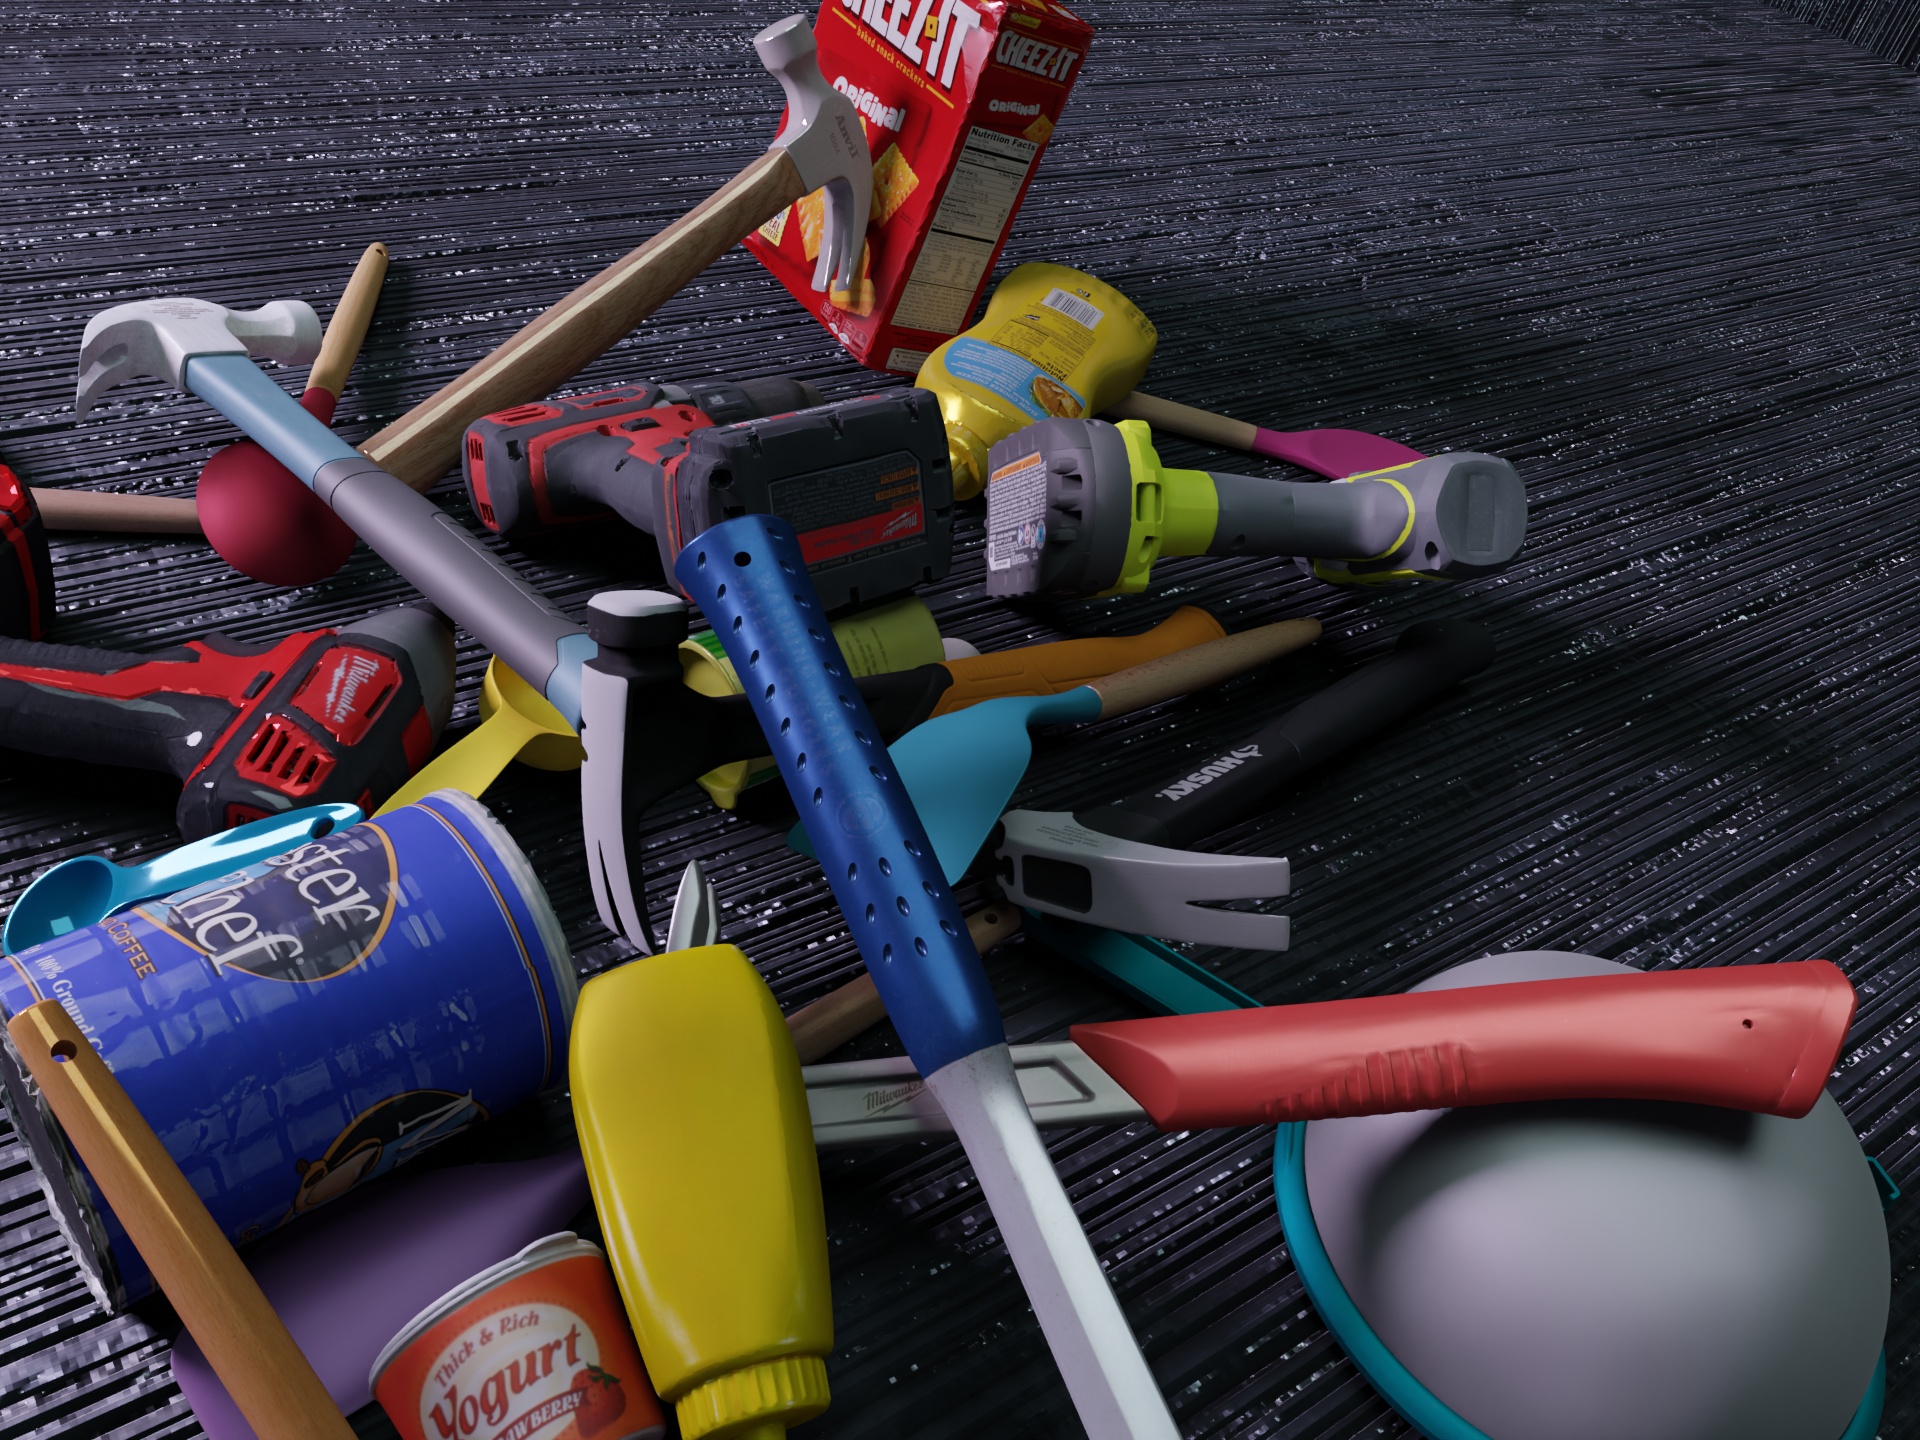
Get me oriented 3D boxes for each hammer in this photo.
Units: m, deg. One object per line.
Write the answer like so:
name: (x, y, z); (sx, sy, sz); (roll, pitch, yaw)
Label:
hammer: (0.084, 0.099, 0.493); (0.359, 0.036, 0.149); (-6, 60, 3)
hammer: (-0.001, -0.002, 0.655); (0.336, 0.127, 0.034); (-10, 21, -41)
hammer: (0.148, 0.012, 0.689); (0.146, 0.035, 0.335); (14, 26, 40)
hammer: (-0.164, -0.216, 0.802); (0.031, 0.129, 0.331); (17, 54, 46)
hammer: (-0.241, -0.092, 0.646); (0.331, 0.033, 0.128); (36, 32, 26)
hammer: (0.012, 0.105, 0.453); (0.144, 0.035, 0.406); (-24, 66, -5)

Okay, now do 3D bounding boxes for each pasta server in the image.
pasta server: (-0.468, -0.097, 0.655); (0.316, 0.040, 0.060); (1, 54, -17)

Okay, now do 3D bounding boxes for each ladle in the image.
ladle: (-0.313, -0.170, 0.790); (0.069, 0.031, 0.316); (29, 29, -28)

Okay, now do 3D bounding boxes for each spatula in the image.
spatula: (0.066, -0.002, 0.661); (0.082, 0.044, 0.317); (11, 20, 40)
spatula: (-0.128, 0.197, 0.368); (0.081, 0.041, 0.322); (-32, 84, -41)
spatula: (-0.095, 0.128, 0.524); (0.316, 0.018, 0.060); (-25, 59, -36)

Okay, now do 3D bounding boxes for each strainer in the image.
strainer: (0.167, 0.118, 0.553); (0.340, 0.095, 0.211); (30, 43, 20)

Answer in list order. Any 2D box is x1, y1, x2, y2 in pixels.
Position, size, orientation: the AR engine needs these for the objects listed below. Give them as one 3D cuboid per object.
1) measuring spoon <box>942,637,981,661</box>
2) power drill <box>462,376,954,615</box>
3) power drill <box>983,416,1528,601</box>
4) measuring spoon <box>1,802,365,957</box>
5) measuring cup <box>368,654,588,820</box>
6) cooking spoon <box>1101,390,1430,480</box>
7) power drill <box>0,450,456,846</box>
measuring spoon: (-0.041, -0.048, 0.743); (0.124, 0.018, 0.034); (30, 43, 18)
power drill: (-0.097, -0.115, 0.716); (0.188, 0.080, 0.227); (-20, 26, -35)
power drill: (0.130, -0.095, 0.769); (0.223, 0.080, 0.171); (1, 1, -15)
measuring spoon: (-0.252, 0.055, 0.525); (0.128, 0.021, 0.042); (-17, 49, 5)
measuring cup: (-0.181, 0.019, 0.600); (0.062, 0.029, 0.157); (35, 36, -1)
cooking spoon: (0.149, -0.174, 0.946); (0.319, 0.017, 0.069); (15, 42, 0)
power drill: (-0.303, -0.022, 0.593); (0.219, 0.078, 0.143); (18, 41, -1)
